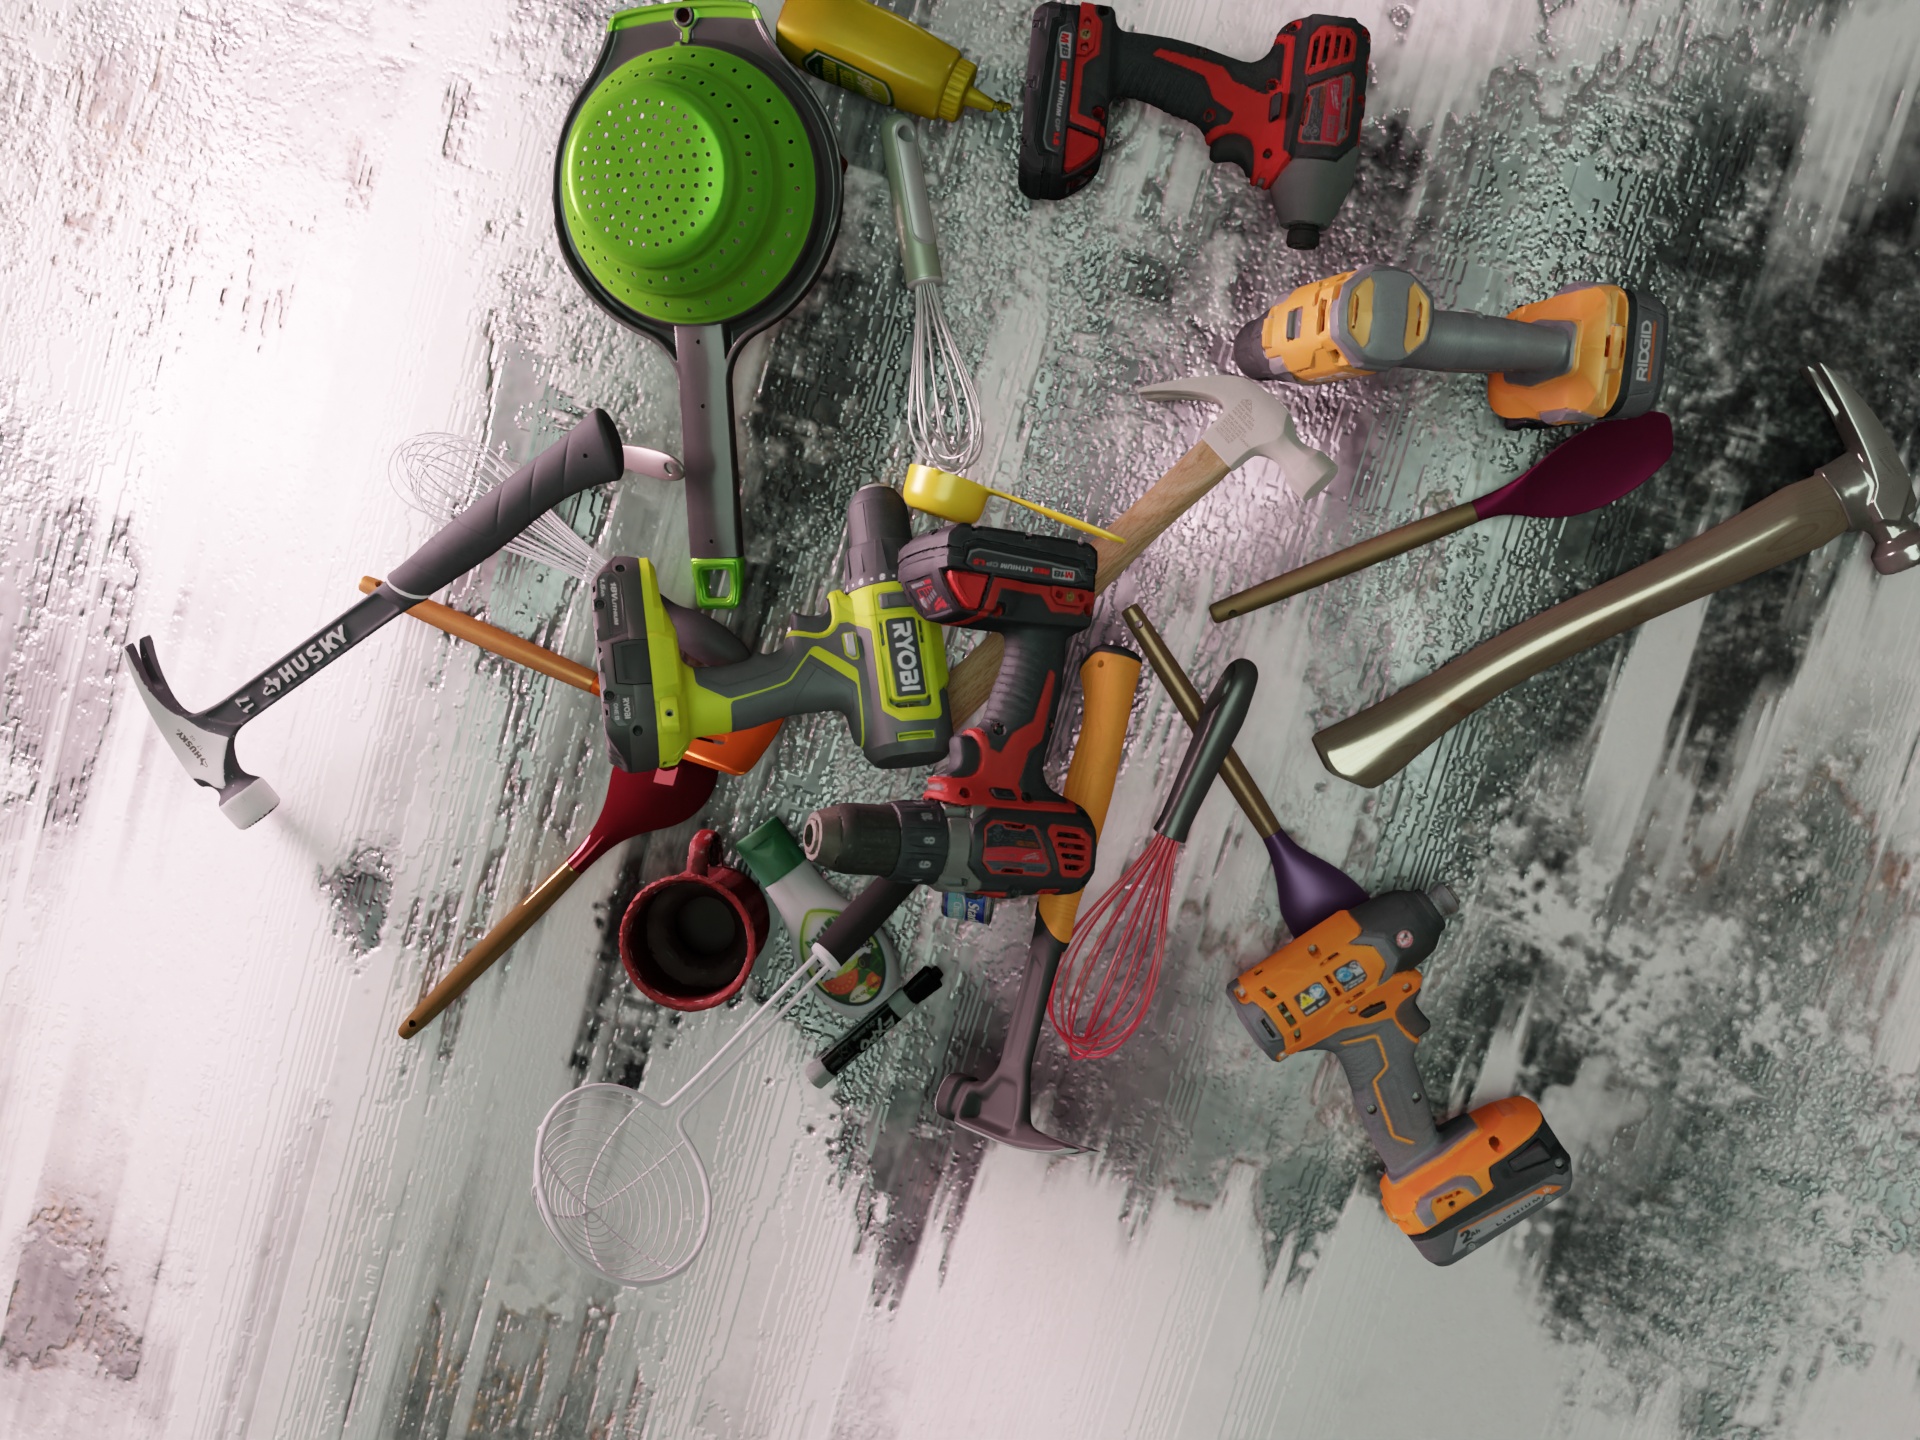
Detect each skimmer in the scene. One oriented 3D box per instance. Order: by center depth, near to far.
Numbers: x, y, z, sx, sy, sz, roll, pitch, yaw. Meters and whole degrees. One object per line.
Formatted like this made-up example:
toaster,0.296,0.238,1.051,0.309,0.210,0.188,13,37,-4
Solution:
skimmer,-0.119,0.194,1.012,0.127,0.090,0.363,48,68,-7

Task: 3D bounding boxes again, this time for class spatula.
spatula,0.201,0.054,1.089,0.060,0.018,0.316,-33,92,6
spatula,-0.275,-0.041,1.107,0.322,0.041,0.081,23,52,6

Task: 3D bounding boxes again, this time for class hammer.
hammer,0.072,0.114,1.052,0.127,0.034,0.337,7,80,48
hammer,0.420,-0.079,1.053,0.410,0.038,0.146,-28,90,6
hammer,0.085,-0.101,1.070,0.331,0.031,0.130,-42,75,10
hammer,-0.389,-0.084,1.072,0.409,0.036,0.149,-32,104,15

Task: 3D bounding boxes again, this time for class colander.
colander,-0.181,-0.265,1.035,0.204,0.094,0.397,0,102,11

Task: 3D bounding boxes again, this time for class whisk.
whisk,-0.022,-0.286,1.068,0.057,0.059,0.246,-10,89,-33
whisk,0.132,0.094,1.069,0.073,0.073,0.296,24,97,2
whisk,-0.265,-0.113,1.095,0.284,0.070,0.070,32,96,-2

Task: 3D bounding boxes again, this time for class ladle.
ladle,-0.292,0.120,1.131,0.315,0.031,0.069,-44,89,8

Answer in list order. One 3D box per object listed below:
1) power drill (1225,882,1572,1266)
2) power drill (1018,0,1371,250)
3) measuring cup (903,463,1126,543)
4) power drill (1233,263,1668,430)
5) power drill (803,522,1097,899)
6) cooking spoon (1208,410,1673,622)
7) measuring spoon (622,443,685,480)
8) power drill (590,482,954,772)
power drill,0.305,0.226,1.058,0.164,0.084,0.226,-35,92,6
power drill,0.150,-0.386,1.033,0.219,0.078,0.143,5,95,1
measuring cup,0.033,-0.133,1.052,0.156,0.062,0.029,21,94,16
power drill,0.296,-0.233,1.002,0.226,0.185,0.084,3,95,-15
power drill,-0.002,-0.003,0.989,0.187,0.080,0.227,5,84,-25
cooking spoon,0.317,-0.130,1.060,0.319,0.017,0.068,-22,131,8
measuring spoon,-0.227,-0.174,1.068,0.124,0.018,0.034,18,129,42
power drill,-0.123,-0.058,1.046,0.228,0.080,0.191,-6,78,-13
